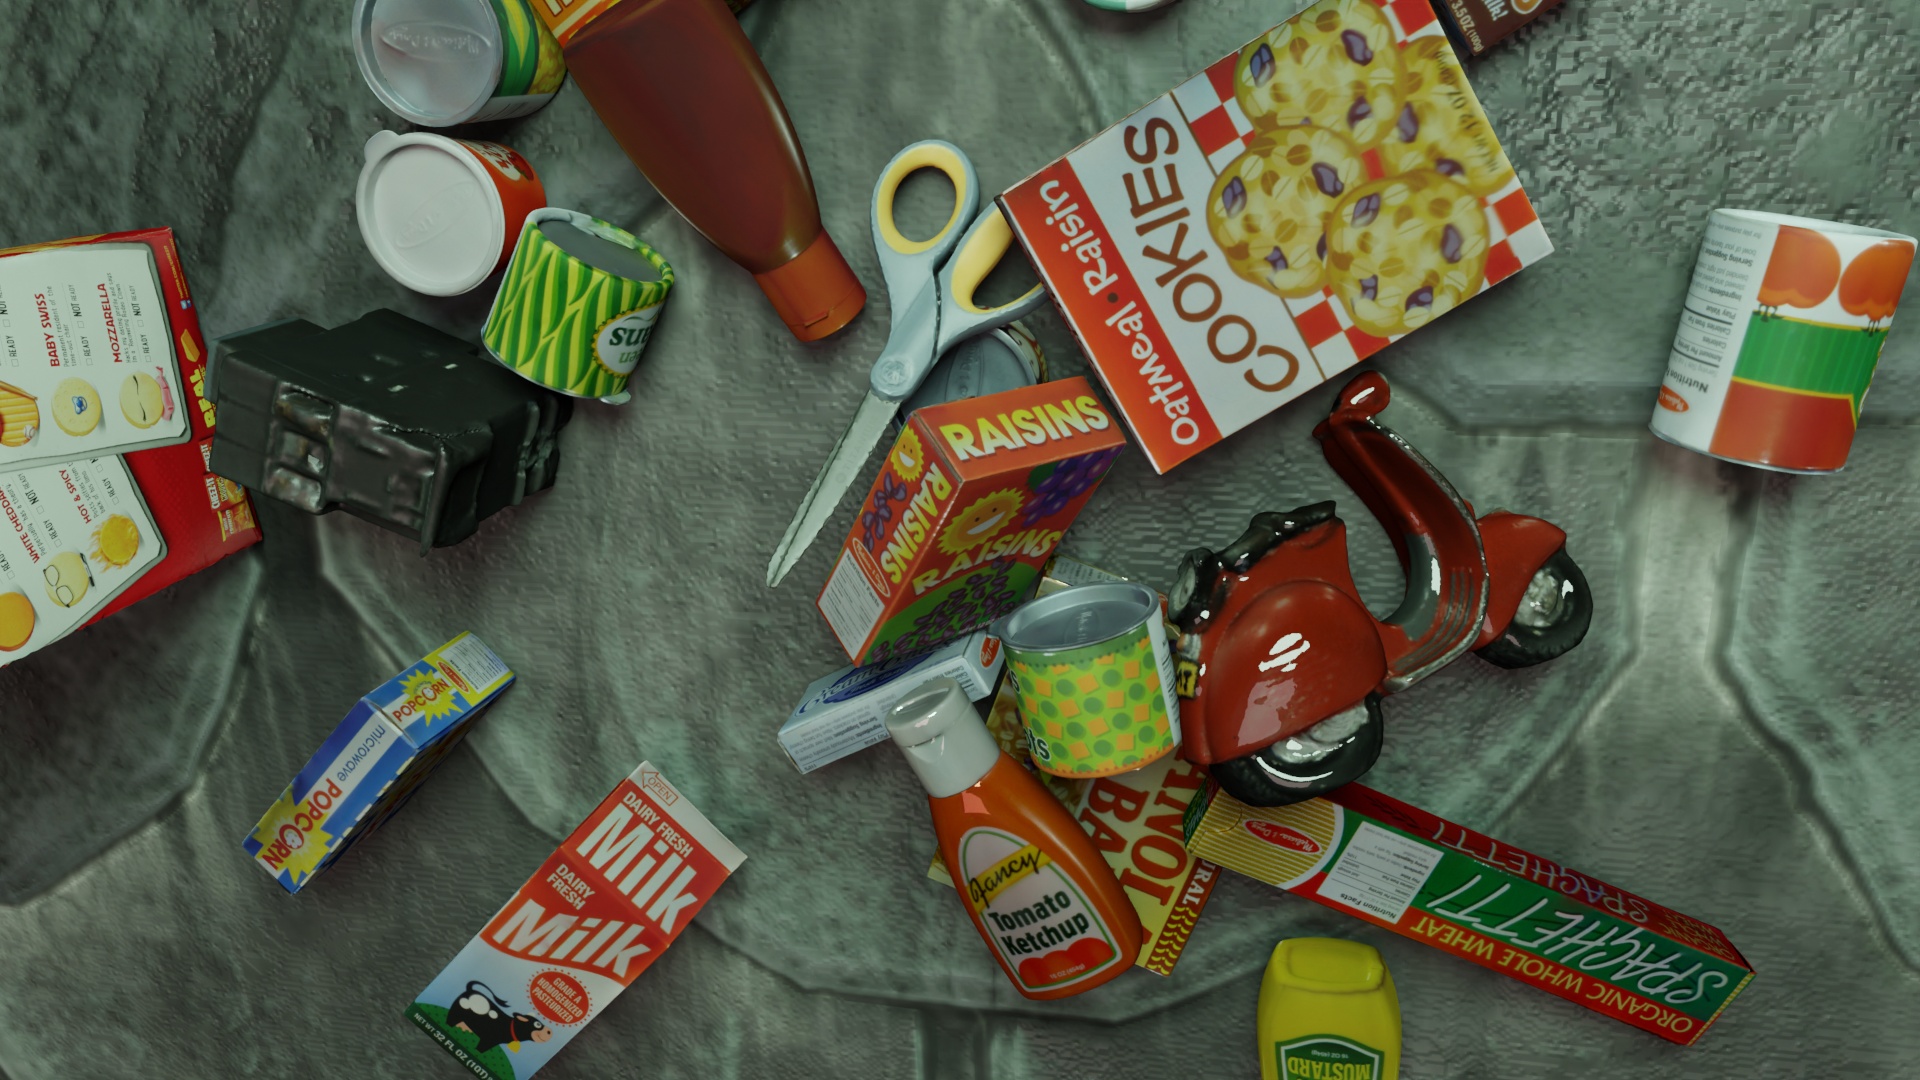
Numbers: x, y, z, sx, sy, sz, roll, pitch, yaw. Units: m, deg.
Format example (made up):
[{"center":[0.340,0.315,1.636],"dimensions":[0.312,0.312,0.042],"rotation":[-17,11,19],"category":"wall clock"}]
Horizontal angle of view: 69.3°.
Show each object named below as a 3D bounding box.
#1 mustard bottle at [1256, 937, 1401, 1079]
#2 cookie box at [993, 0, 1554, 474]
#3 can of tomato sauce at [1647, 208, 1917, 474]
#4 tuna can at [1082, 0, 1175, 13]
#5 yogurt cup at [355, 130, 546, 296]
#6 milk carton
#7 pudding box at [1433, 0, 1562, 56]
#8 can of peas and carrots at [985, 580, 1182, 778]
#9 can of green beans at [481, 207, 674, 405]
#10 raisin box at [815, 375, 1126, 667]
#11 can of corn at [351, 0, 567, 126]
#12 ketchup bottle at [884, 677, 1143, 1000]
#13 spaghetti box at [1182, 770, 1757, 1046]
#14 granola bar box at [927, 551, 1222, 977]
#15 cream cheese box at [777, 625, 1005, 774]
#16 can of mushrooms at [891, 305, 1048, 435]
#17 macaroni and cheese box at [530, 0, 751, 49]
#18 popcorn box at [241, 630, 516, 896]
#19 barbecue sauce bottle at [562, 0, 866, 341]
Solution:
[{"center":[0.176,0.268,0.661],"dimensions":[0.065,0.049,0.159],"rotation":[-1,109,15],"category":"mustard bottle"},{"center":[0.115,-0.120,0.526],"dimensions":[0.167,0.040,0.122],"rotation":[-30,101,7],"category":"cookie box"},{"center":[0.298,-0.073,0.504],"dimensions":[0.071,0.071,0.082],"rotation":[10,110,10],"category":"can of tomato sauce"},{"center":[0.062,-0.234,0.520],"dimensions":[0.071,0.033,0.070],"rotation":[4,110,11],"category":"tuna can"},{"center":[-0.218,-0.144,0.605],"dimensions":[0.072,0.054,0.072],"rotation":[4,110,12],"category":"yogurt cup"},{"center":[-0.190,0.191,0.706],"dimensions":[0.072,0.074,0.190],"rotation":[44,112,-4],"category":"milk carton"},{"center":[0.181,-0.220,0.486],"dimensions":[0.049,0.030,0.083],"rotation":[-30,120,21],"category":"pudding box"},{"center":[0.051,0.056,0.562],"dimensions":[0.071,0.071,0.058],"rotation":[-10,107,16],"category":"can of peas and carrots"},{"center":[-0.165,-0.103,0.601],"dimensions":[0.071,0.071,0.057],"rotation":[31,113,1],"category":"can of green beans"},{"center":[0.002,-0.007,0.563],"dimensions":[0.040,0.086,0.122],"rotation":[57,141,23],"category":"raisin box"},{"center":[-0.206,-0.210,0.577],"dimensions":[0.071,0.058,0.071],"rotation":[4,110,12],"category":"can of corn"},{"center":[0.019,0.128,0.601],"dimensions":[0.064,0.044,0.148],"rotation":[-25,106,19],"category":"ketchup bottle"},{"center":[0.218,0.153,0.598],"dimensions":[0.250,0.029,0.050],"rotation":[22,113,-7],"category":"spaghetti box"},{"center":[0.070,0.103,0.633],"dimensions":[0.124,0.039,0.164],"rotation":[22,112,5],"category":"granola bar box"},{"center":[-0.031,0.068,0.637],"dimensions":[0.103,0.053,0.024],"rotation":[-25,104,20],"category":"cream cheese box"},{"center":[0.005,-0.065,0.592],"dimensions":[0.071,0.033,0.070],"rotation":[4,109,12],"category":"can of mushrooms"},{"center":[-0.139,-0.281,0.547],"dimensions":[0.123,0.040,0.166],"rotation":[-29,100,21],"category":"macaroni and cheese box"},{"center":[-0.289,0.109,0.694],"dimensions":[0.038,0.085,0.126],"rotation":[44,113,-3],"category":"popcorn box"},{"center":[-0.090,-0.148,0.557],"dimensions":[0.065,0.044,0.148],"rotation":[-23,123,17],"category":"barbecue sauce bottle"}]
